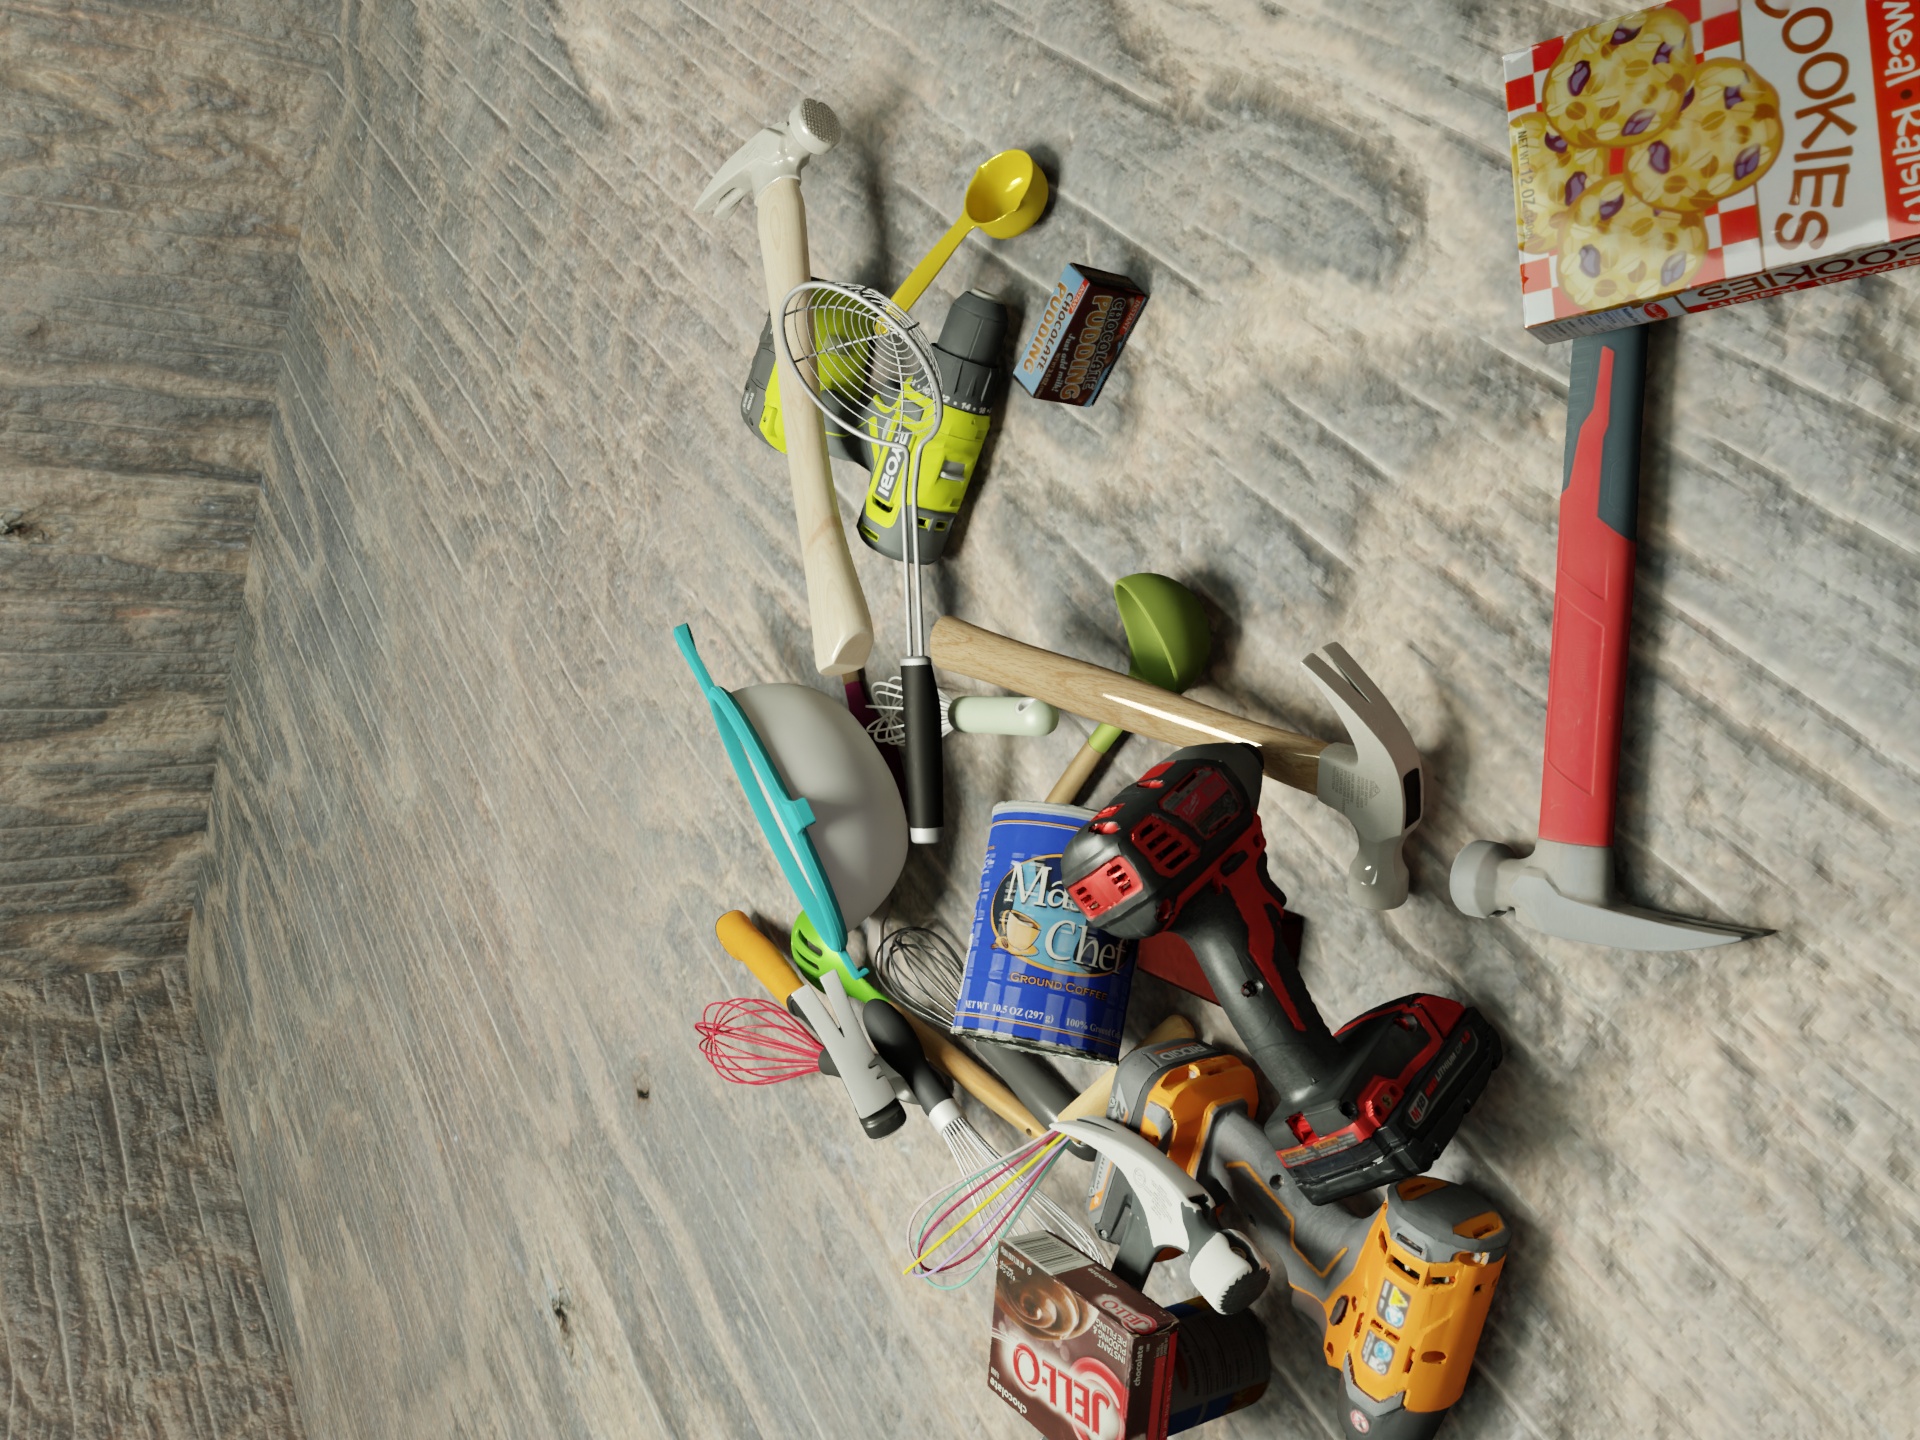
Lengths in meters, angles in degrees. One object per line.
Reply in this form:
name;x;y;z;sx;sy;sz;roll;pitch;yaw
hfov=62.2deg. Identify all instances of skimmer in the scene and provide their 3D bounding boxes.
skimmer;-0.055;-0.097;1.032;0.127;0.090;0.363;1;96;49

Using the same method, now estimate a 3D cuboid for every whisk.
whisk;0.008;0.292;1.068;0.285;0.070;0.070;49;128;36
whisk;-0.002;-0.003;1.087;0.059;0.058;0.246;56;158;-17
whisk;0.018;0.219;1.089;0.239;0.055;0.055;40;121;40
whisk;-0.115;0.266;1.258;0.296;0.073;0.073;0;91;47
whisk;0.051;0.267;0.979;0.245;0.047;0.051;-45;48;13

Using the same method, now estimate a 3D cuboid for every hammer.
hammer;0.108;-0.007;0.899;0.331;0.031;0.130;21;125;39
hammer;-0.134;0.201;1.219;0.337;0.034;0.127;24;140;65
hammer;-0.120;-0.230;1.145;0.146;0.038;0.411;-21;72;44
hammer;0.302;-0.092;0.716;0.143;0.038;0.386;7;96;51
hammer;0.054;0.410;0.912;0.149;0.036;0.408;43;125;46

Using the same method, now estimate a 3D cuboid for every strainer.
strainer;-0.124;0.016;1.194;0.341;0.095;0.210;55;165;42

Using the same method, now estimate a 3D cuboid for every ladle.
ladle;0.066;0.034;1.015;0.078;0.062;0.320;61;137;33

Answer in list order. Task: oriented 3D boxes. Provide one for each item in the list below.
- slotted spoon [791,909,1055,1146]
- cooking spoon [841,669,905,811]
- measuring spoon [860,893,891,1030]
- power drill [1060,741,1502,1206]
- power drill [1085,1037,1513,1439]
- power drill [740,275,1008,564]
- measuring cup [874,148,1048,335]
slotted spoon;-0.039;0.223;1.166;0.314;0.031;0.070;29;126;44
cooking spoon;-0.090;-0.053;1.249;0.069;0.017;0.319;-29;68;49
measuring spoon;-0.073;0.181;1.229;0.034;0.018;0.124;15;103;52
power drill;0.158;0.112;0.786;0.220;0.143;0.078;52;137;3
power drill;0.173;0.288;0.857;0.227;0.084;0.164;26;112;46
power drill;-0.059;-0.242;1.162;0.229;0.080;0.190;39;116;43
measuring cup;0.000;-0.317;1.080;0.156;0.029;0.062;-46;48;18
